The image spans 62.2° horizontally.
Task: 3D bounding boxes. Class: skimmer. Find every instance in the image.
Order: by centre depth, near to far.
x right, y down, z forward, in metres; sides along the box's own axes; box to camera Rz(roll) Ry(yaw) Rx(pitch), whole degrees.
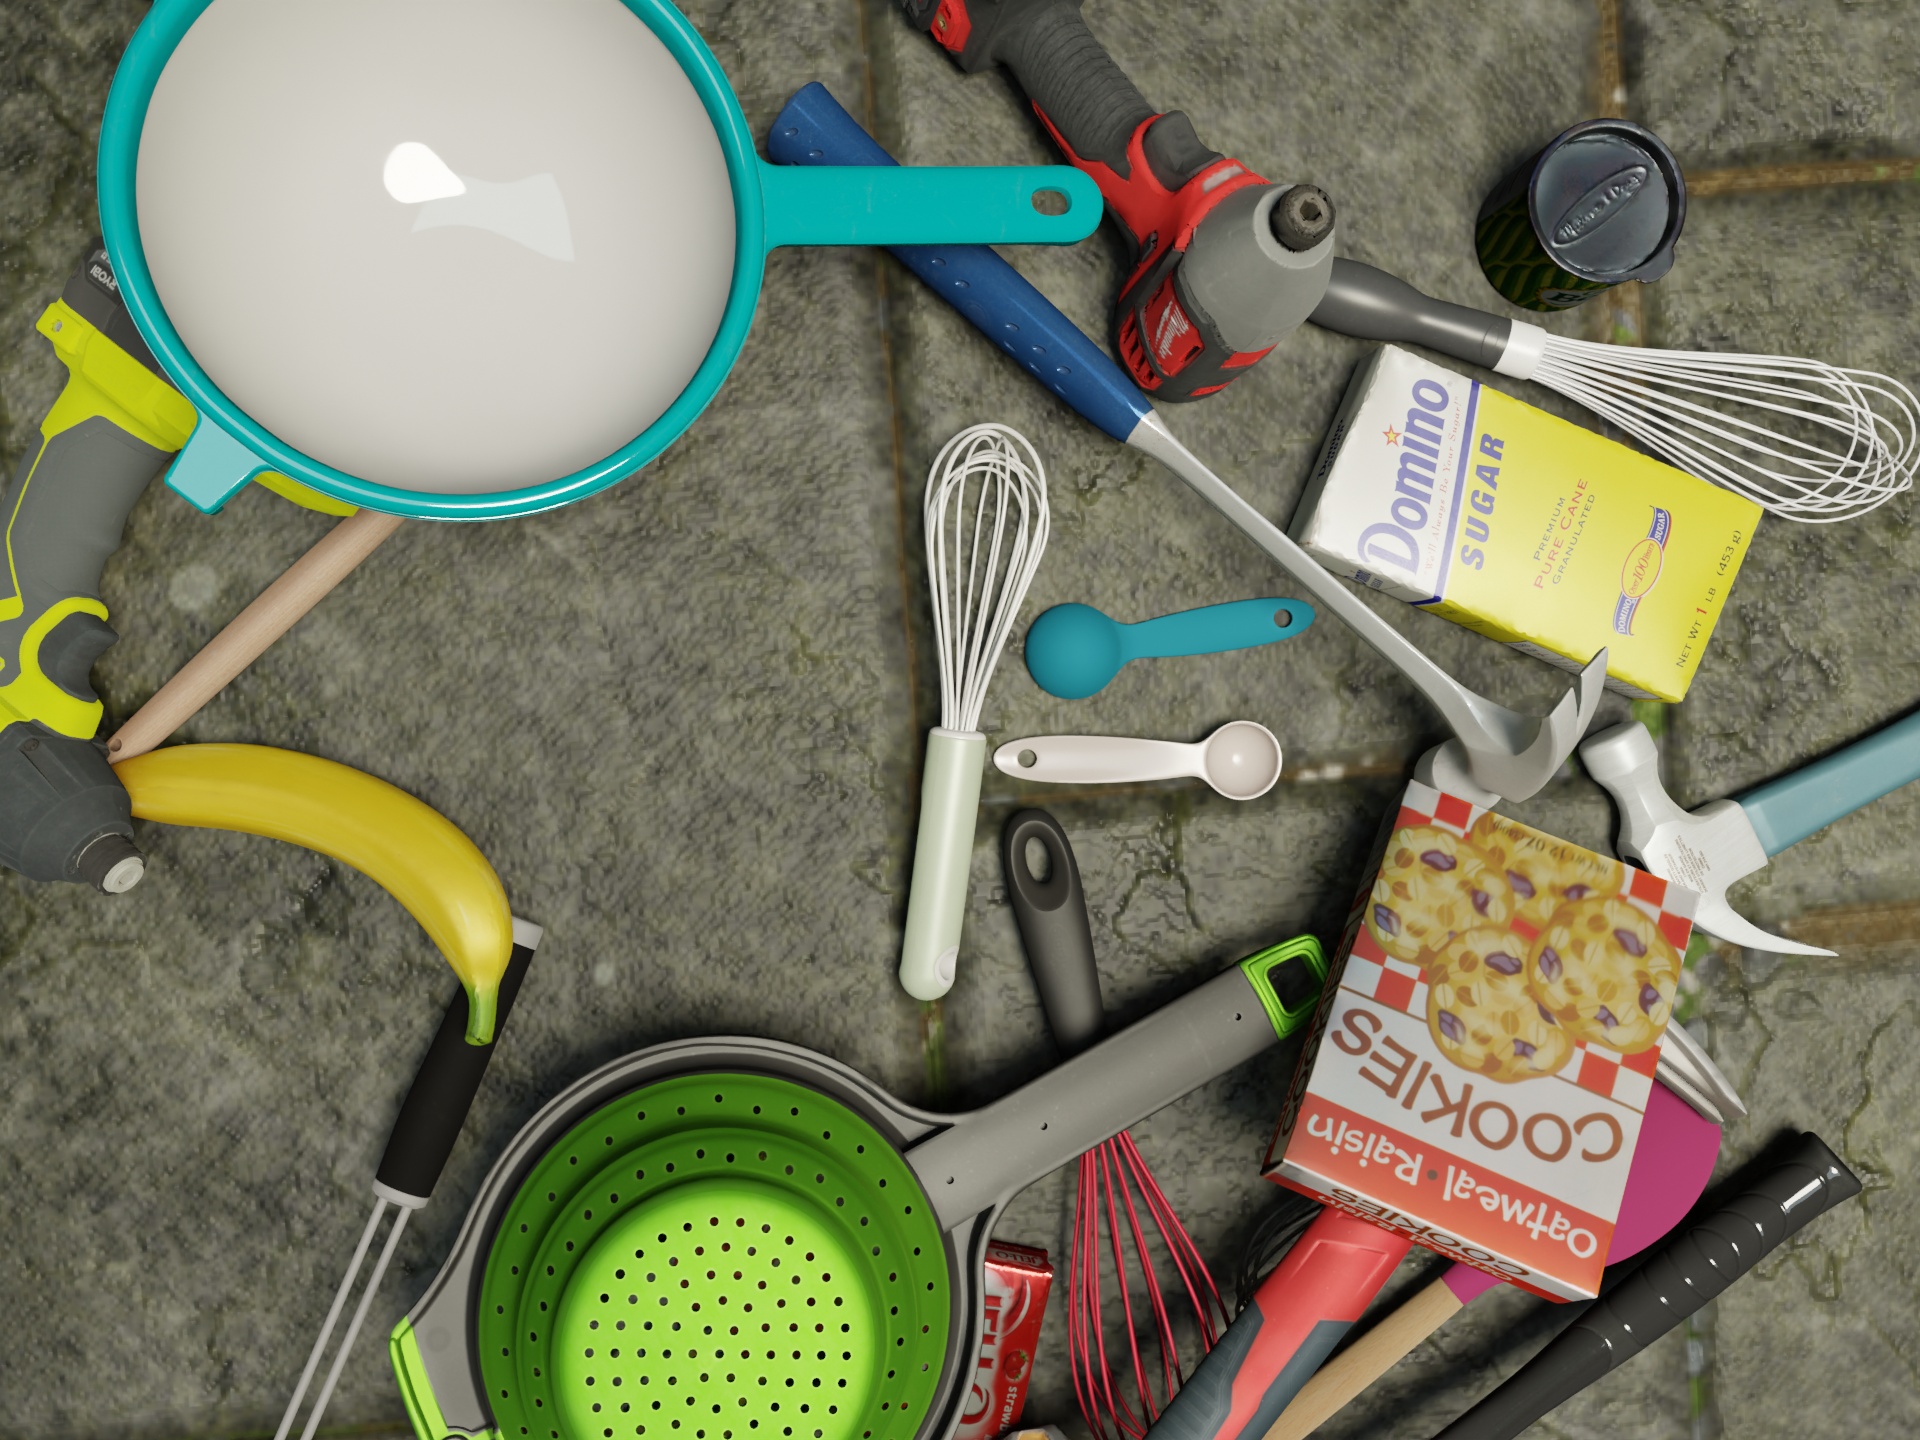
[{"bbox_3d":[-0.259,0.252,0.672,0.127,0.090,0.363,23,80,-8],"label":"skimmer"}]

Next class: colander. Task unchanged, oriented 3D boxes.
[{"bbox_3d":[-0.015,0.182,0.588,0.397,0.094,0.204,-27,85,-12],"label":"colander"}]

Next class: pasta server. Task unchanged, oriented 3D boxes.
[{"bbox_3d":[-0.243,-0.088,0.656,0.316,0.040,0.060,-43,73,0],"label":"pasta server"}]

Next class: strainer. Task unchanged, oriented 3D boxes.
[{"bbox_3d":[-0.120,-0.177,0.585,0.340,0.095,0.211,-6,91,-17],"label":"strainer"}]

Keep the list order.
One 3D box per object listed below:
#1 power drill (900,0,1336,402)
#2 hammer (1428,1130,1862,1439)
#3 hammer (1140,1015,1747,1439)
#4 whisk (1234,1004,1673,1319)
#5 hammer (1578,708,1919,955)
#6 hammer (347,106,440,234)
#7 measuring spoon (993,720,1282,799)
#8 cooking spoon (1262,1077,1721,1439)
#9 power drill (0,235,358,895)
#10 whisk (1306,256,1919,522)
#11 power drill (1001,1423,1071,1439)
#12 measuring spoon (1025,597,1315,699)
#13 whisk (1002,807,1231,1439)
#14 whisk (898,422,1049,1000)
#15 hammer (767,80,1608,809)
[{"bbox_3d":[0.066,-0.238,0.616,0.078,0.143,0.219,-30,91,-13],"label":"power drill"},{"bbox_3d":[0.249,0.277,0.670,0.335,0.146,0.035,-31,63,-13],"label":"hammer"},{"bbox_3d":[0.145,0.242,0.620,0.143,0.038,0.386,40,73,14],"label":"hammer"},{"bbox_3d":[0.215,0.190,0.689,0.239,0.055,0.055,-34,94,-6],"label":"whisk"},{"bbox_3d":[0.445,-0.002,0.700,0.331,0.033,0.128,-26,92,-2],"label":"hammer"},{"bbox_3d":[-0.349,-0.352,0.606,0.146,0.038,0.410,-38,95,0],"label":"hammer"},{"bbox_3d":[0.076,0.016,0.692,0.124,0.018,0.034,1,94,4],"label":"measuring spoon"},{"bbox_3d":[0.193,0.264,0.691,0.319,0.069,0.017,-41,137,4],"label":"cooking spoon"},{"bbox_3d":[-0.333,-0.056,0.620,0.171,0.080,0.223,36,91,13],"label":"power drill"},{"bbox_3d":[0.268,-0.149,0.675,0.284,0.070,0.070,18,91,1],"label":"whisk"},{"bbox_3d":[0.012,0.427,0.662,0.226,0.084,0.185,-40,105,-1],"label":"power drill"},{"bbox_3d":[0.092,-0.037,0.684,0.128,0.021,0.042,-9,92,-3],"label":"measuring spoon"},{"bbox_3d":[0.062,0.182,0.676,0.073,0.073,0.296,-13,87,-3],"label":"whisk"},{"bbox_3d":[-0.001,-0.002,0.673,0.059,0.057,0.246,10,95,31],"label":"whisk"},{"bbox_3d":[0.082,-0.113,0.635,0.405,0.144,0.035,42,77,4],"label":"hammer"}]
